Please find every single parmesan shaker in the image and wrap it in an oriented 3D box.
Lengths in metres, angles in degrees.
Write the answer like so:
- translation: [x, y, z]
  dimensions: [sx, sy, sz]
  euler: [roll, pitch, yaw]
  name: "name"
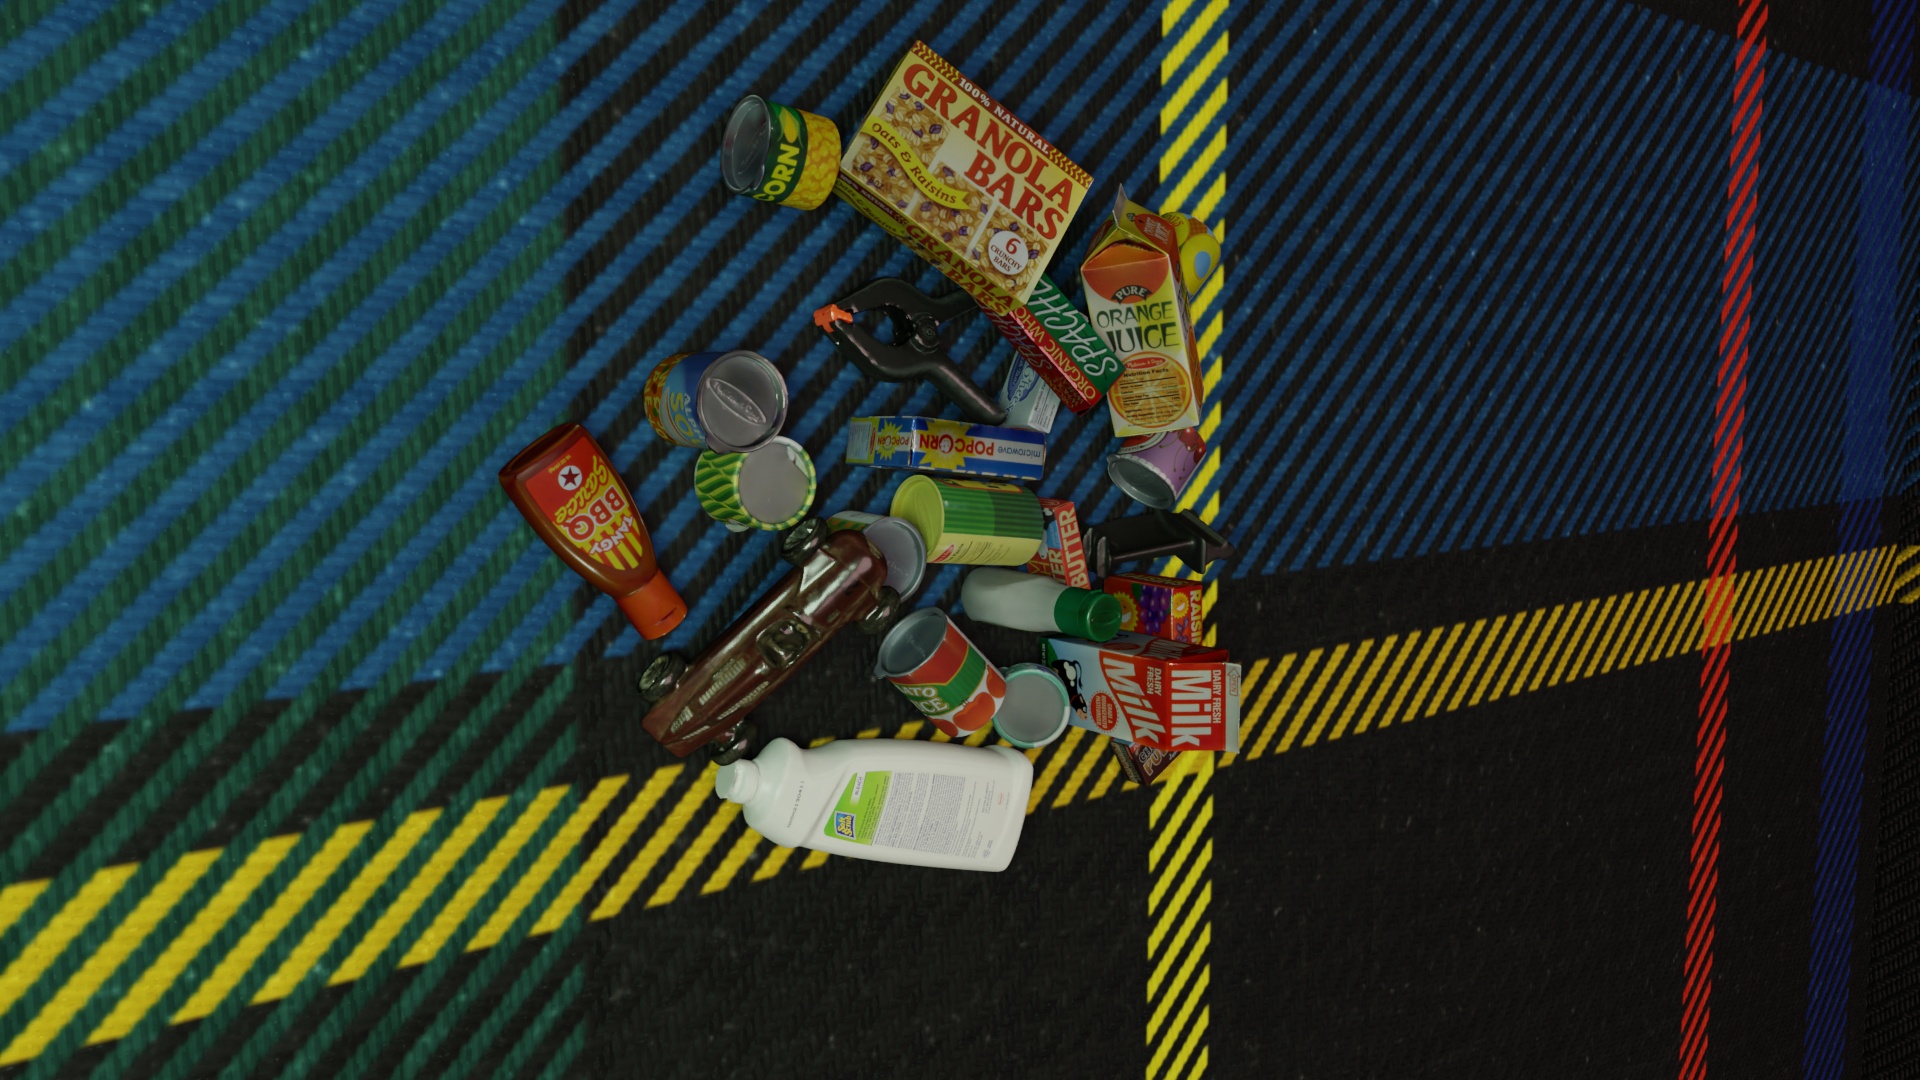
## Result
- translation: [0.004, -0.013, 1.076]
  dimensions: [0.103, 0.071, 0.071]
  euler: [3, 93, -40]
  name: "parmesan shaker"

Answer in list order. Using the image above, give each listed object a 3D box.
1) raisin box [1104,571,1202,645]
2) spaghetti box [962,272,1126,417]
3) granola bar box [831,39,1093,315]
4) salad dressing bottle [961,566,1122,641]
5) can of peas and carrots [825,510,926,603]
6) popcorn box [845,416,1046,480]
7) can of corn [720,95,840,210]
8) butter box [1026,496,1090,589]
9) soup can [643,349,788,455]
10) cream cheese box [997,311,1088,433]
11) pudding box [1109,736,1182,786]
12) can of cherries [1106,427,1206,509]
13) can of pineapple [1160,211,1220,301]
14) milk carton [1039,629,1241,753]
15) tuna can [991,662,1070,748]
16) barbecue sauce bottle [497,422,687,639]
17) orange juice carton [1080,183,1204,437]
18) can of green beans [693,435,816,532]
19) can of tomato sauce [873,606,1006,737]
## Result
- translation: [0.166, 0.093, 1.197]
  dimensions: [0.040, 0.086, 0.123]
  euler: [-7, 99, -36]
  name: "raisin box"
- translation: [0.029, -0.202, 1.056]
  dimensions: [0.249, 0.028, 0.050]
  euler: [47, 67, -13]
  name: "spaghetti box"
- translation: [0.001, -0.262, 1.011]
  dimensions: [0.165, 0.039, 0.124]
  euler: [34, 70, -18]
  name: "granola bar box"
- translation: [0.061, 0.049, 1.073]
  dimensions: [0.064, 0.147, 0.044]
  euler: [-8, 100, -36]
  name: "salad dressing bottle"
- translation: [-0.069, 0.015, 1.025]
  dimensions: [0.071, 0.058, 0.071]
  euler: [-5, 99, -37]
  name: "can of peas and carrots"
- translation: [-0.010, -0.069, 1.045]
  dimensions: [0.127, 0.085, 0.038]
  euler: [4, 92, -37]
  name: "popcorn box"
- translation: [-0.122, -0.262, 0.949]
  dimensions: [0.058, 0.071, 0.071]
  euler: [5, 92, -38]
  name: "can of corn"
- translation: [0.078, 0.016, 1.142]
  dimensions: [0.024, 0.053, 0.103]
  euler: [-22, 108, -32]
  name: "butter box"
- translation: [-0.166, -0.091, 0.924]
  dimensions: [0.071, 0.084, 0.071]
  euler: [-5, 98, -37]
  name: "soup can"
- translation: [0.064, -0.136, 1.115]
  dimensions: [0.024, 0.053, 0.104]
  euler: [26, 79, -34]
  name: "cream cheese box"
- translation: [0.176, 0.174, 1.248]
  dimensions: [0.084, 0.030, 0.049]
  euler: [-38, 115, -29]
  name: "pudding box"
- translation: [0.168, -0.071, 1.194]
  dimensions: [0.071, 0.071, 0.058]
  euler: [48, 67, -31]
  name: "can of cherries"
- translation: [0.179, -0.239, 1.185]
  dimensions: [0.058, 0.071, 0.071]
  euler: [-52, 122, -22]
  name: "can of pineapple"
- translation: [0.153, 0.120, 1.123]
  dimensions: [0.073, 0.190, 0.072]
  euler: [-7, 99, -37]
  name: "milk carton"
- translation: [0.054, 0.133, 1.130]
  dimensions: [0.071, 0.033, 0.071]
  euler: [0, 93, 0]
  name: "tuna can"
- translation: [-0.233, -0.001, 0.907]
  dimensions: [0.065, 0.043, 0.148]
  euler: [-44, 119, -27]
  name: "barbecue sauce bottle"
- translation: [0.146, -0.188, 1.129]
  dimensions: [0.072, 0.073, 0.191]
  euler: [-68, 147, -57]
  name: "orange juice carton"
- translation: [-0.142, -0.041, 0.964]
  dimensions: [0.071, 0.058, 0.071]
  euler: [-5, 98, -37]
  name: "can of green beans"
- translation: [-0.015, 0.104, 1.071]
  dimensions: [0.083, 0.071, 0.071]
  euler: [48, 67, -31]
  name: "can of tomato sauce"
